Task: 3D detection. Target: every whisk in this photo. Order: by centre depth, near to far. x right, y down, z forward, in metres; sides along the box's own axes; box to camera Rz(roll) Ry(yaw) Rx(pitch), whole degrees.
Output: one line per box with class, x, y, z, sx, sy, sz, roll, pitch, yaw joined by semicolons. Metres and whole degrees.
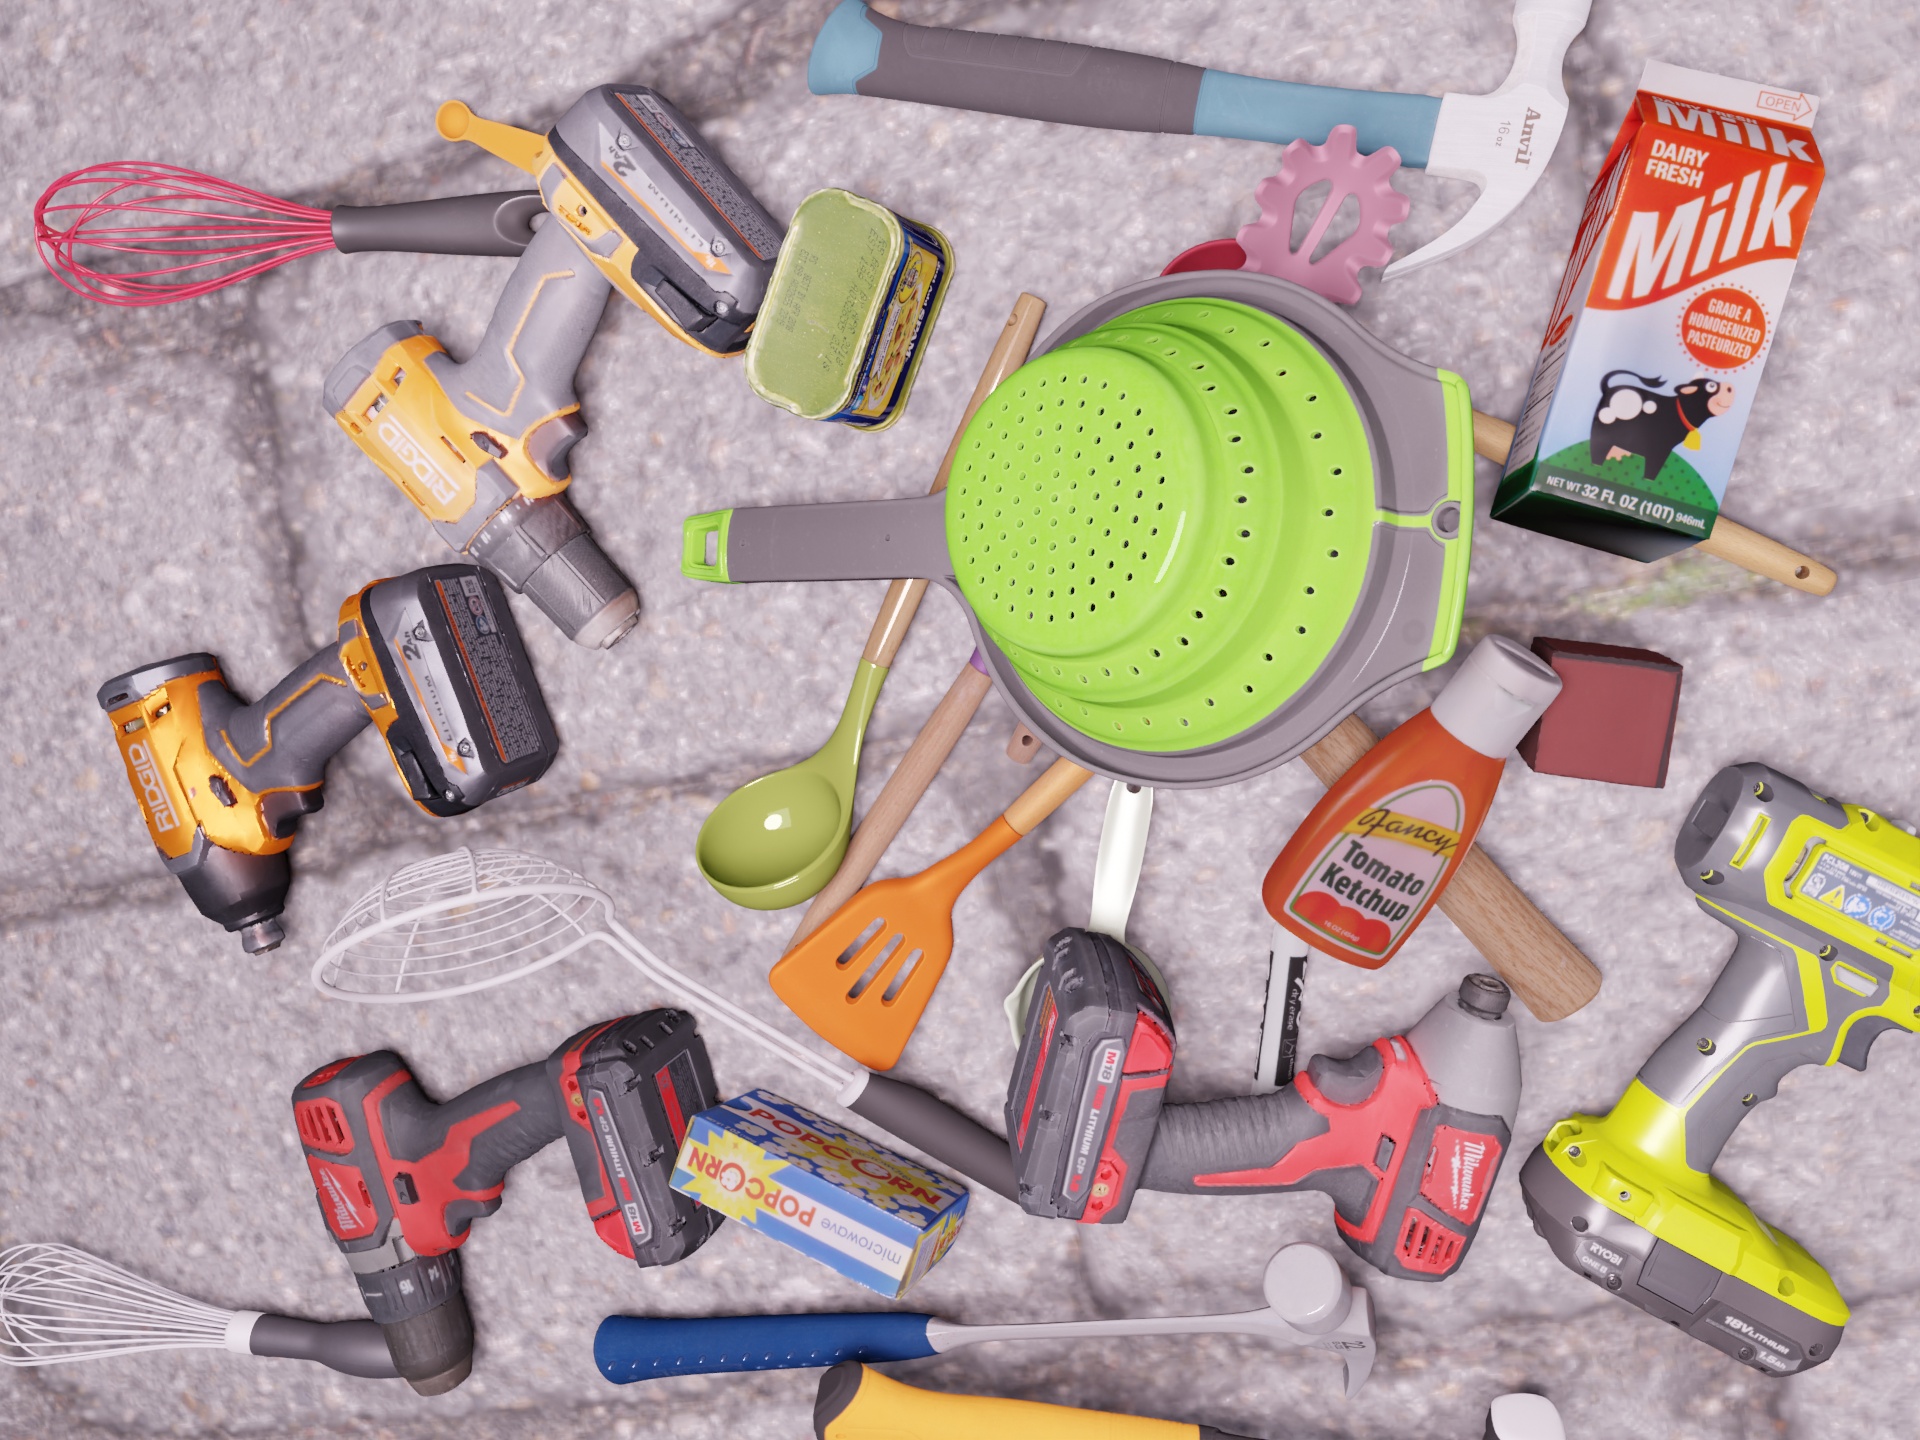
whisk;-0.327;-0.245;0.794;0.296;0.073;0.073;1;98;7
whisk;-0.437;0.346;0.910;0.284;0.070;0.070;4;99;7

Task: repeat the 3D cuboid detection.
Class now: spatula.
spatula;0.044;0.038;0.754;0.081;0.041;0.322;42;104;-16
spatula;-0.001;-0.002;0.770;0.060;0.018;0.316;35;103;4

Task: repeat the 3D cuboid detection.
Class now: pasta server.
pasta server;0.095;-0.107;0.700;0.060;0.040;0.316;30;113;2

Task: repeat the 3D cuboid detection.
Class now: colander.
colander;-0.002;-0.080;0.646;0.397;0.094;0.204;3;89;38

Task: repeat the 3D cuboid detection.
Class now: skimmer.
skimmer;-0.109;0.165;0.730;0.363;0.090;0.127;33;137;-14

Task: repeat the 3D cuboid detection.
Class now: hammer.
hammer;0.161;0.010;0.700;0.130;0.031;0.331;-40;98;25
hammer;0.092;-0.276;0.700;0.331;0.033;0.128;12;100;11
hammer;0.098;0.347;0.745;0.337;0.034;0.127;5;121;4
hammer;0.002;0.304;0.782;0.405;0.143;0.035;-11;53;22

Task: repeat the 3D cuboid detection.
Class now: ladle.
ladle;0.229;-0.126;0.694;0.315;0.031;0.069;26;108;7
ladle;-0.039;-0.054;0.753;0.078;0.062;0.320;34;103;44

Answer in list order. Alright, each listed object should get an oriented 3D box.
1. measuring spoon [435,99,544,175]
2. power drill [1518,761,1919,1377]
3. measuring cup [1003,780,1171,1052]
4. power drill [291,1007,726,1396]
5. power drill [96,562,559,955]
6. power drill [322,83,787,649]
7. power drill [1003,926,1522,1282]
measuring spoon;-0.205;-0.277;0.784;0.117;0.011;0.021;23;102;5
power drill;0.366;0.154;0.678;0.190;0.080;0.228;28;101;6
measuring cup;0.072;0.096;0.759;0.083;0.038;0.167;11;99;11
power drill;-0.233;0.254;0.835;0.226;0.080;0.188;-15;95;18
power drill;-0.327;0.023;0.821;0.226;0.084;0.164;-18;94;20
power drill;-0.174;-0.156;0.751;0.226;0.084;0.185;-39;95;25
power drill;0.139;0.166;0.708;0.219;0.079;0.143;11;107;-8
